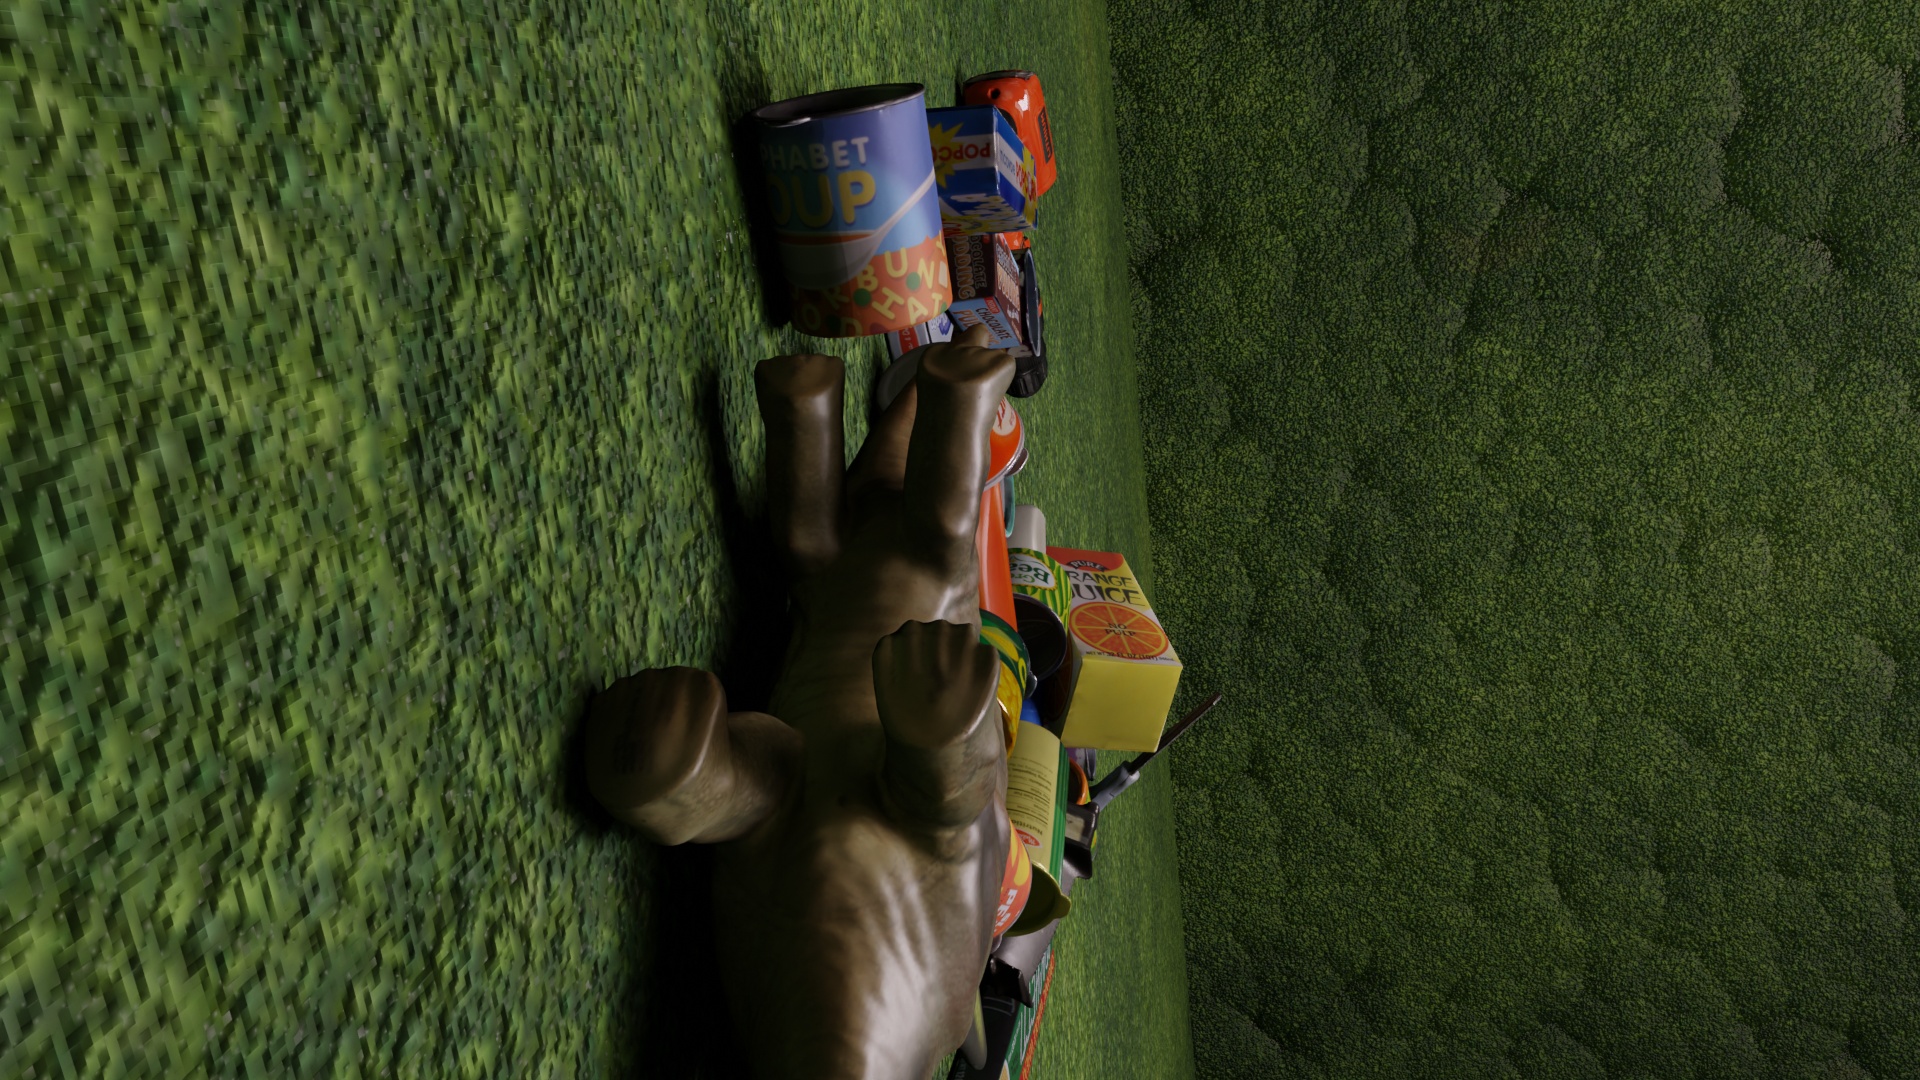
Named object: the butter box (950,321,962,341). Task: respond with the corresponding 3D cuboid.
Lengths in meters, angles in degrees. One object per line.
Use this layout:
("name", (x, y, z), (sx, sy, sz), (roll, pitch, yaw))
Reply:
("butter box", (-0.003, -0.124, 0.831), (0.053, 0.024, 0.103), (-2, 89, -79))

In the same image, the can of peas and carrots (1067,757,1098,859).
("can of peas and carrots", (0.054, 0.178, 0.909), (0.071, 0.071, 0.058), (-81, 163, -48))

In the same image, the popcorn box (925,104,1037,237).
("popcorn box", (-0.015, -0.162, 0.625), (0.127, 0.085, 0.038), (-29, 116, -78))

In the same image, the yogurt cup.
("yogurt cup", (-0.008, -0.061, 0.689), (0.053, 0.072, 0.073), (61, 26, -47))

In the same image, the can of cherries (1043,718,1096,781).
("can of cherries", (0.065, 0.138, 0.999), (0.071, 0.058, 0.071), (-5, 92, -78))

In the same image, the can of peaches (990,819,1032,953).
("can of peaches", (-0.004, 0.144, 0.619), (0.057, 0.071, 0.071), (68, 21, -56))

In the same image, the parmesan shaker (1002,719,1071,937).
("parmesan shaker", (0.029, 0.159, 0.774), (0.103, 0.071, 0.071), (-78, 161, -54))

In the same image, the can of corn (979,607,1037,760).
("can of corn", (-0.001, 0.074, 0.654), (0.058, 0.071, 0.070), (-73, 157, -59))

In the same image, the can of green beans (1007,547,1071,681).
("can of green beans", (0.034, 0.046, 0.853), (0.058, 0.071, 0.071), (-75, 159, -60))

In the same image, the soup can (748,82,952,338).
("soup can", (-0.042, -0.126, 0.532), (0.072, 0.071, 0.083), (-71, 155, -63))

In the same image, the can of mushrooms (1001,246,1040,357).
("can of mushrooms", (0.028, -0.142, 0.840), (0.071, 0.033, 0.071), (-5, 92, -81))

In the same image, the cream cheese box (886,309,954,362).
("cream cheese box", (-0.020, -0.134, 0.747), (0.104, 0.024, 0.053), (-80, 163, -50))

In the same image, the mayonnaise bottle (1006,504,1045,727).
("mayonnaise bottle", (0.037, 0.053, 0.932), (0.064, 0.041, 0.148), (78, 12, -73))

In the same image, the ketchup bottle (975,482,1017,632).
("ketchup bottle", (0.003, -0.010, 0.770), (0.065, 0.043, 0.148), (-56, 140, -73))

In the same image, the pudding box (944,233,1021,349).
("pudding box", (0.012, -0.141, 0.765), (0.083, 0.030, 0.050), (43, 43, -74))

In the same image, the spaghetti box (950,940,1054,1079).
("spaghetti box", (0.027, 0.290, 0.830), (0.251, 0.029, 0.050), (-45, 131, -75))

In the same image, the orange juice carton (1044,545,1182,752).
("orange juice carton", (0.087, 0.062, 0.979), (0.193, 0.072, 0.072), (-109, -152, -59))

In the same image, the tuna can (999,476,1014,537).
("tuna can", (0.012, -0.032, 0.854), (0.071, 0.033, 0.071), (-6, 92, -78))
